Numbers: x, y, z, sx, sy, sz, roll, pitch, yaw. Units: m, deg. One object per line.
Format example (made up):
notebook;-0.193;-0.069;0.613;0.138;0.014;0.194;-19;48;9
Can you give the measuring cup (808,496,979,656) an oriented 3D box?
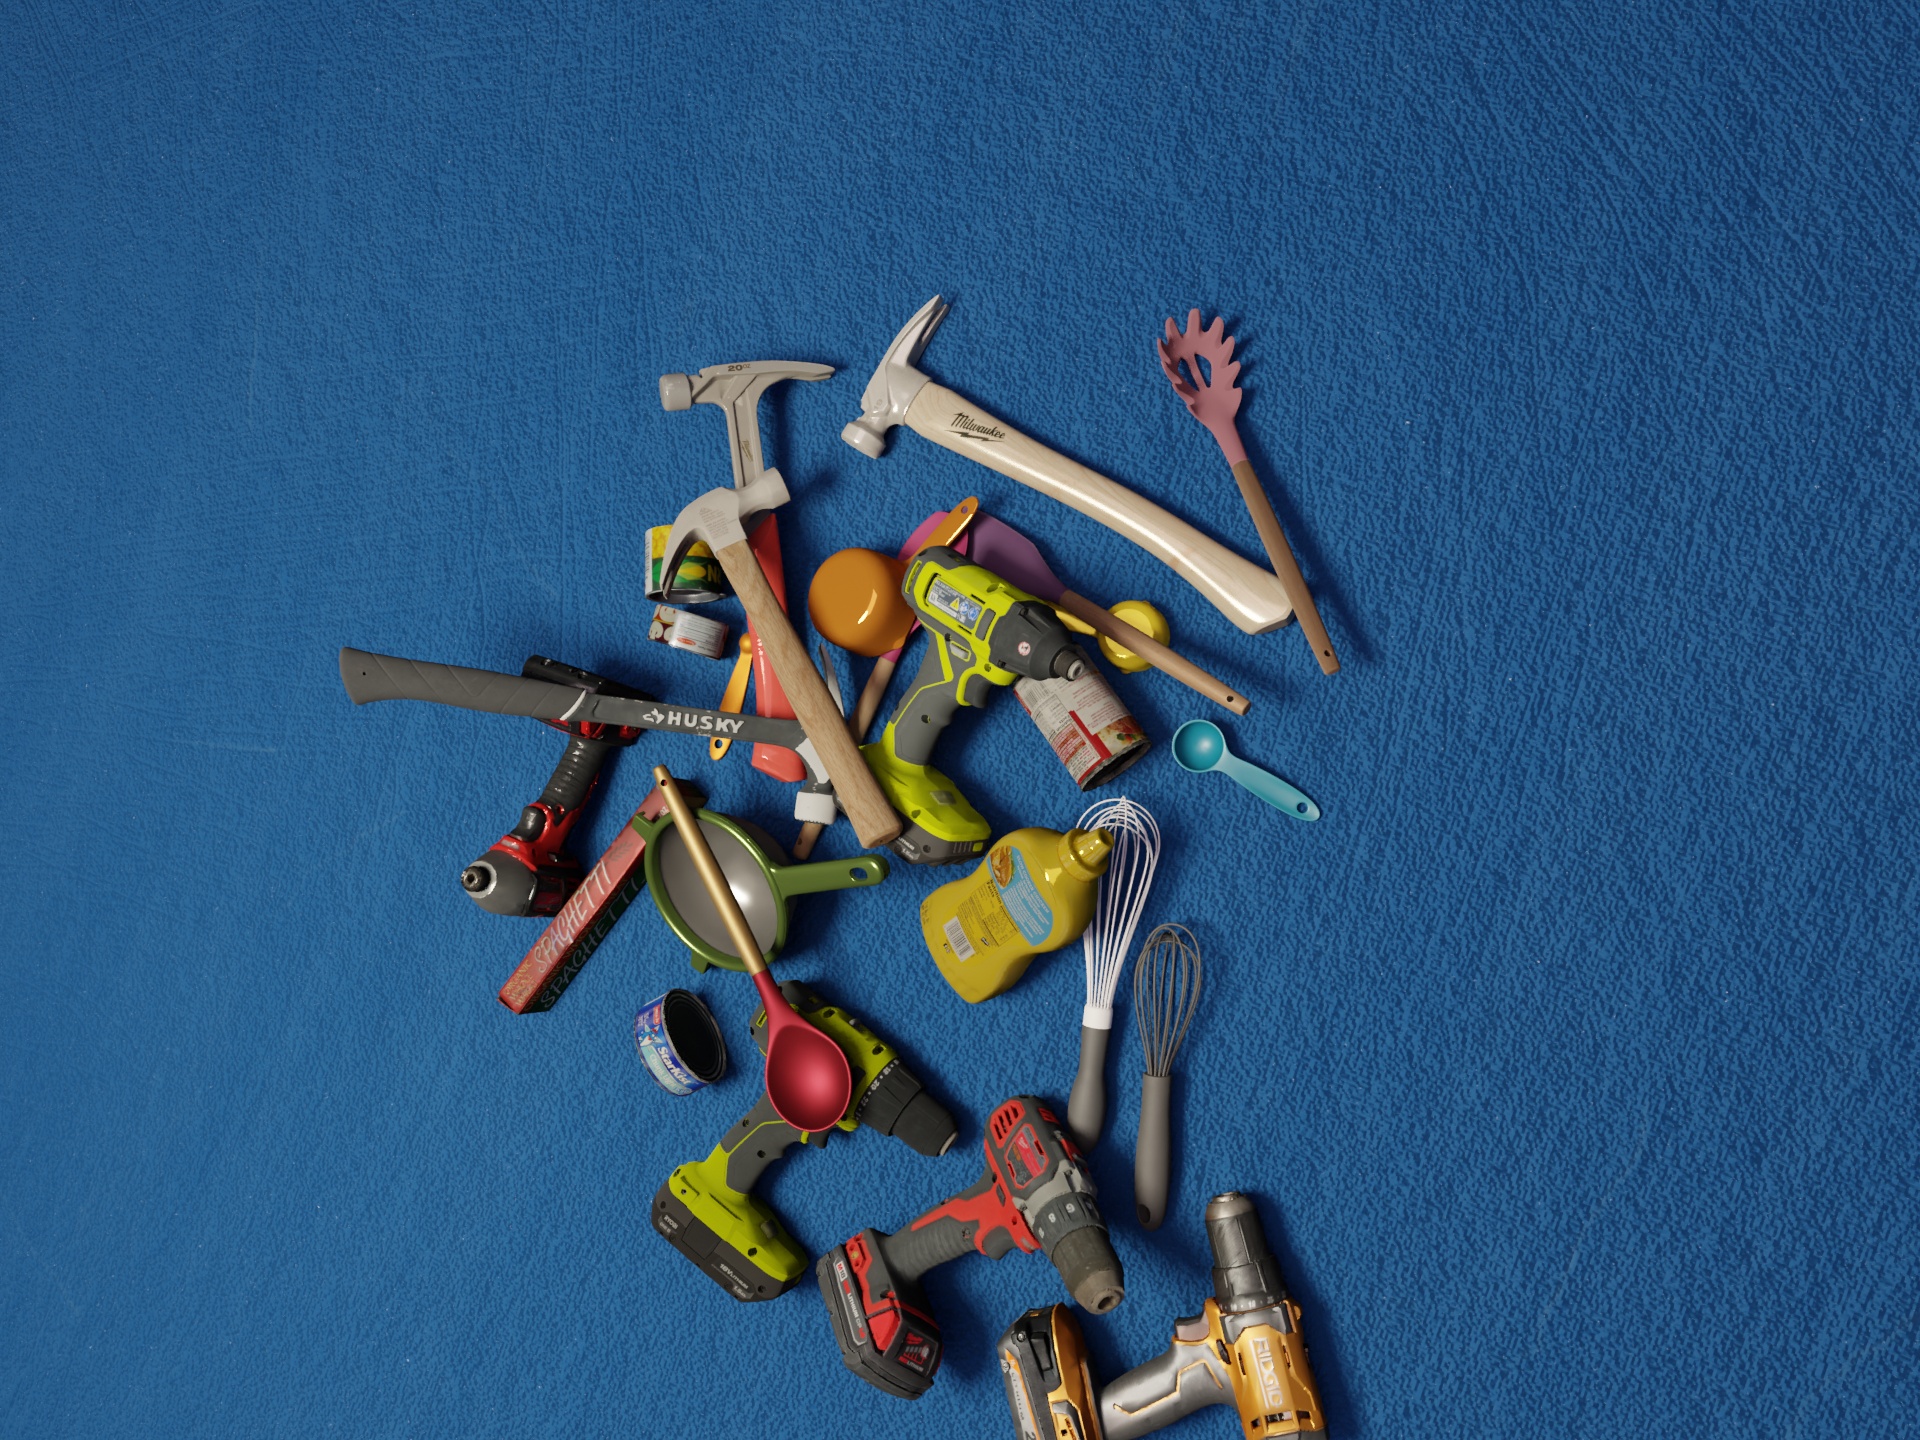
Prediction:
measuring cup;-0.057;-0.129;1.315;0.173;0.052;0.095;-44;59;20

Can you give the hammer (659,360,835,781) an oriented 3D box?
hammer;-0.160;-0.127;1.360;0.149;0.037;0.359;-8;89;-16

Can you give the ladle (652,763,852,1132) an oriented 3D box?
ladle;-0.172;0.177;1.261;0.069;0.031;0.315;-27;85;1

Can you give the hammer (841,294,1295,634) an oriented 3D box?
hammer;0.101;-0.199;1.301;0.411;0.038;0.146;32;93;17

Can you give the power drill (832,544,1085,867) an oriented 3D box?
power drill;-0.002;-0.004;1.250;0.171;0.080;0.223;35;111;34

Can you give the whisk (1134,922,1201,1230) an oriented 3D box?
whisk;0.156;0.276;1.232;0.055;0.055;0.239;4;90;18

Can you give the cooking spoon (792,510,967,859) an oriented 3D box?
cooking spoon;-0.072;-0.028;1.346;0.069;0.017;0.319;27;94;37

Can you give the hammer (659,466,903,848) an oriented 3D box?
hammer;-0.137;-0.045;1.269;0.130;0.031;0.331;-26;72;-8

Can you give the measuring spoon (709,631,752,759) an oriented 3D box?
measuring spoon;-0.199;-0.021;1.390;0.021;0.011;0.117;17;90;18

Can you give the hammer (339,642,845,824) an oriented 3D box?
hammer;-0.293;-0.015;1.293;0.409;0.036;0.149;8;86;-9

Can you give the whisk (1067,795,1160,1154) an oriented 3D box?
whisk;0.112;0.200;1.251;0.070;0.070;0.284;7;92;18

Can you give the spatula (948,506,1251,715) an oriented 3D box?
spatula;0.101;-0.084;1.271;0.316;0.018;0.060;34;98;30

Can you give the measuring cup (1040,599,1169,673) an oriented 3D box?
measuring cup;0.093;-0.083;1.294;0.156;0.029;0.062;17;90;17

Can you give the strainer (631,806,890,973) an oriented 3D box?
strainer;-0.146;0.122;1.298;0.256;0.069;0.151;-11;106;37

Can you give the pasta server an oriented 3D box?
pasta server;0.229;-0.180;1.239;0.060;0.040;0.316;-19;71;-1

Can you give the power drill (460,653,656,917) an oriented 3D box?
power drill;-0.353;0.063;1.363;0.078;0.143;0.220;19;88;18

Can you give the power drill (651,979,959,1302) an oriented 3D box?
power drill;-0.128;0.353;1.297;0.191;0.080;0.228;35;93;16

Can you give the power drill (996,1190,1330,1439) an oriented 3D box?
power drill;0.146;0.467;1.199;0.226;0.084;0.185;-15;78;12

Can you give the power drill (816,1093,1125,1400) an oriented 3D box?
power drill;0.013;0.414;1.202;0.226;0.080;0.188;-41;37;6

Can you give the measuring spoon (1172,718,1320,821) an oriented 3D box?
measuring spoon;0.225;0.043;1.251;0.128;0.021;0.042;32;95;9
